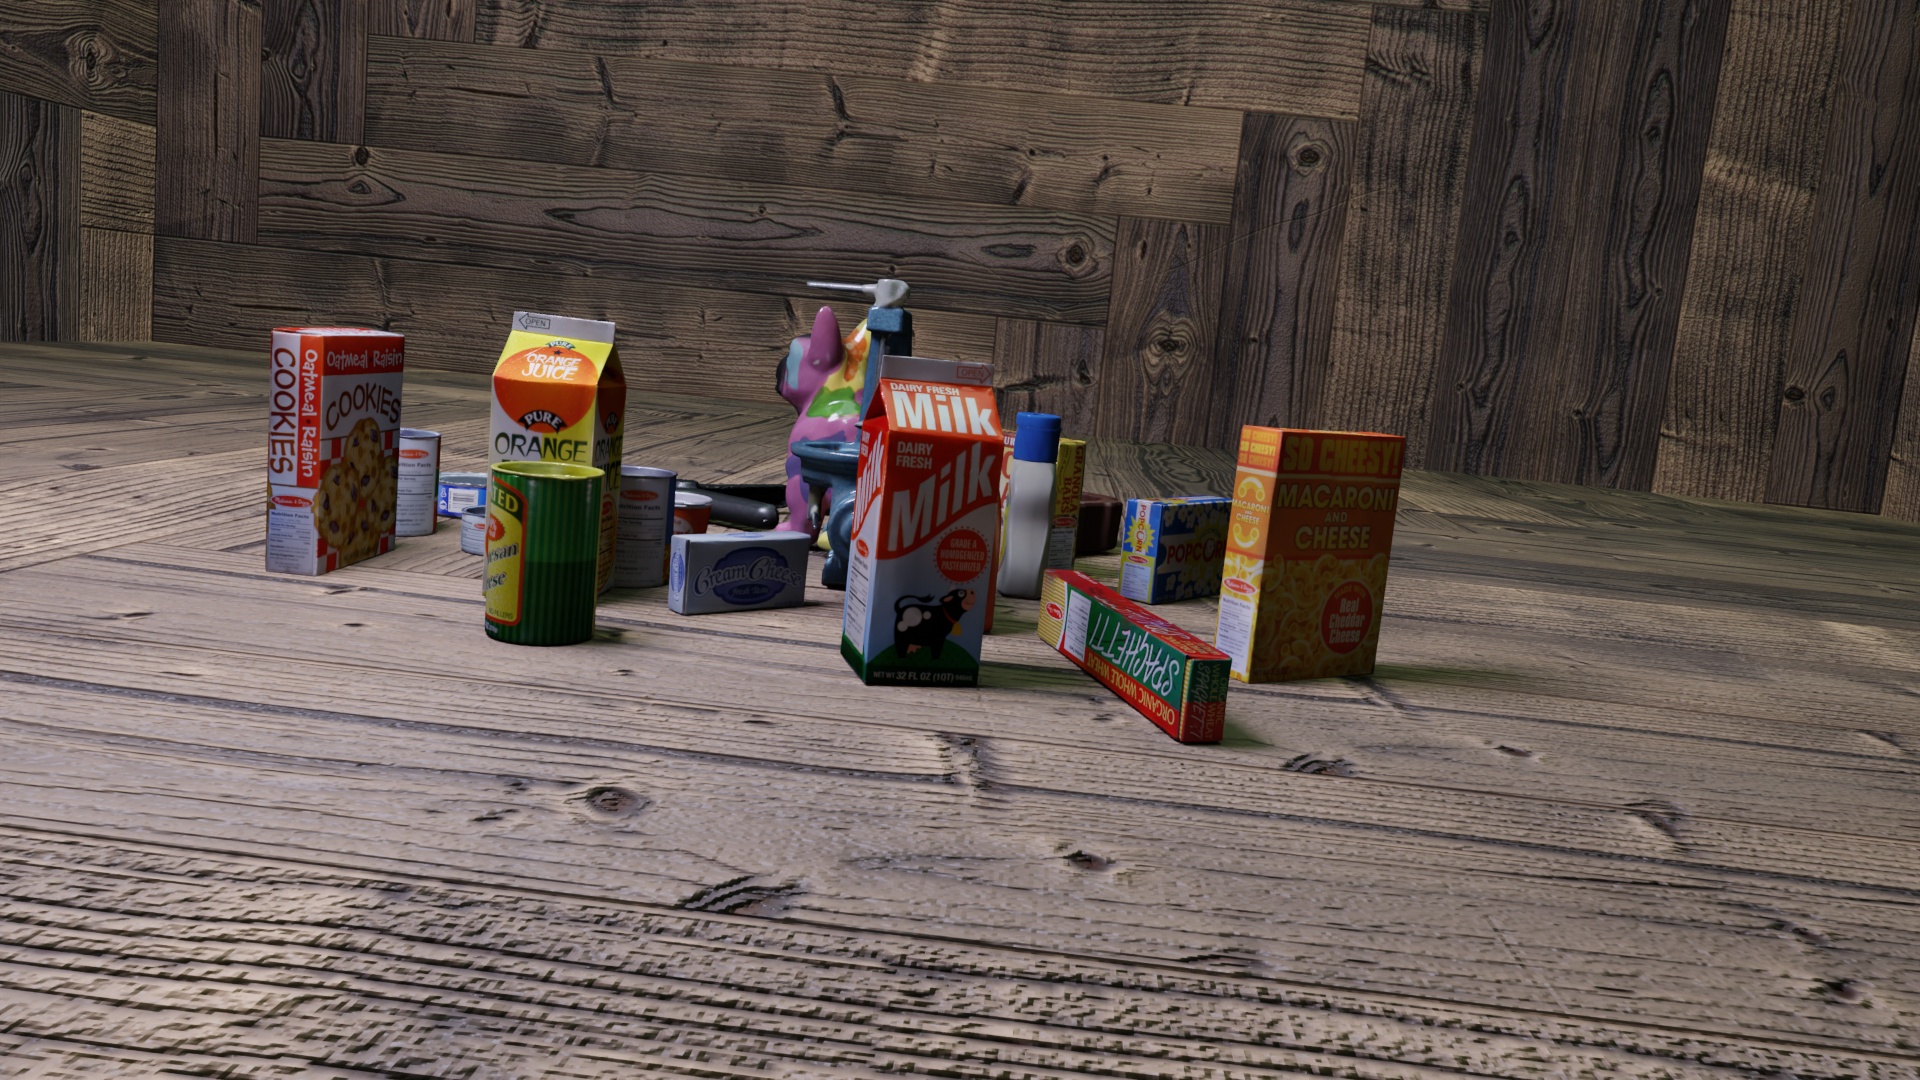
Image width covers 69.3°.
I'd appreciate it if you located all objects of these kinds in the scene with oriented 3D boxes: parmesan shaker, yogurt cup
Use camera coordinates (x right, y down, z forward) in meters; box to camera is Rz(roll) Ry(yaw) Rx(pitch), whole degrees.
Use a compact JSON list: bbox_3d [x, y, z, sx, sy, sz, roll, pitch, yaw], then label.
[{"bbox_3d":[-0.251,0.007,0.841,0.071,0.103,0.071,5,8,-1],"label":"parmesan shaker"},{"bbox_3d":[-0.238,-0.010,1.132,0.072,0.054,0.072,5,8,-1],"label":"yogurt cup"}]

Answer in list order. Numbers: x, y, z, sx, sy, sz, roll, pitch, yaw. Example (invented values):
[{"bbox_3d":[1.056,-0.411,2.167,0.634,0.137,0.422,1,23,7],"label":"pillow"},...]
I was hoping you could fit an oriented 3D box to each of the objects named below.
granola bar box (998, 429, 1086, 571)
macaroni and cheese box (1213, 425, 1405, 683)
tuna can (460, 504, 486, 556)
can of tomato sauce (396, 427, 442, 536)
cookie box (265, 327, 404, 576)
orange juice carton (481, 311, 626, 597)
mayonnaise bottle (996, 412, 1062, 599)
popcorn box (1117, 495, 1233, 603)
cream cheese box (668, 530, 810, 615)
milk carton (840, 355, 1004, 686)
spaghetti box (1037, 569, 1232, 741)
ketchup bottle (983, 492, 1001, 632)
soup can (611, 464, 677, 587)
[{"bbox_3d":[0.040,-0.039,1.267,0.039,0.124,0.165,-1,11,-41],"label":"granola bar box"},{"bbox_3d":[0.235,0.008,0.937,0.124,0.166,0.040,0,10,-34],"label":"macaroni and cheese box"},{"bbox_3d":[-0.362,-0.008,1.108,0.071,0.032,0.071,5,8,-1],"label":"tuna can"},{"bbox_3d":[-0.466,-0.049,1.147,0.071,0.083,0.071,5,8,-1],"label":"can of tomato sauce"},{"bbox_3d":[-0.449,-0.068,0.999,0.040,0.167,0.123,6,8,2],"label":"cookie box"},{"bbox_3d":[-0.277,-0.058,0.956,0.072,0.192,0.073,6,8,1],"label":"orange juice carton"},{"bbox_3d":[0.056,-0.029,1.134,0.041,0.147,0.065,6,8,1],"label":"mayonnaise bottle"},{"bbox_3d":[0.188,0.006,1.196,0.038,0.085,0.127,12,11,39],"label":"popcorn box"},{"bbox_3d":[-0.154,0.022,0.976,0.104,0.053,0.024,-2,11,-42],"label":"cream cheese box"},{"bbox_3d":[-0.023,-0.014,0.834,0.072,0.190,0.073,3,8,-17],"label":"milk carton"},{"bbox_3d":[0.100,0.065,0.862,0.029,0.050,0.250,3,9,-16],"label":"spaghetti box"},{"bbox_3d":[0.004,-0.012,0.984,0.043,0.148,0.065,1,9,-31],"label":"ketchup bottle"},{"bbox_3d":[-0.248,-0.012,1.038,0.071,0.083,0.071,5,8,-1],"label":"soup can"}]
